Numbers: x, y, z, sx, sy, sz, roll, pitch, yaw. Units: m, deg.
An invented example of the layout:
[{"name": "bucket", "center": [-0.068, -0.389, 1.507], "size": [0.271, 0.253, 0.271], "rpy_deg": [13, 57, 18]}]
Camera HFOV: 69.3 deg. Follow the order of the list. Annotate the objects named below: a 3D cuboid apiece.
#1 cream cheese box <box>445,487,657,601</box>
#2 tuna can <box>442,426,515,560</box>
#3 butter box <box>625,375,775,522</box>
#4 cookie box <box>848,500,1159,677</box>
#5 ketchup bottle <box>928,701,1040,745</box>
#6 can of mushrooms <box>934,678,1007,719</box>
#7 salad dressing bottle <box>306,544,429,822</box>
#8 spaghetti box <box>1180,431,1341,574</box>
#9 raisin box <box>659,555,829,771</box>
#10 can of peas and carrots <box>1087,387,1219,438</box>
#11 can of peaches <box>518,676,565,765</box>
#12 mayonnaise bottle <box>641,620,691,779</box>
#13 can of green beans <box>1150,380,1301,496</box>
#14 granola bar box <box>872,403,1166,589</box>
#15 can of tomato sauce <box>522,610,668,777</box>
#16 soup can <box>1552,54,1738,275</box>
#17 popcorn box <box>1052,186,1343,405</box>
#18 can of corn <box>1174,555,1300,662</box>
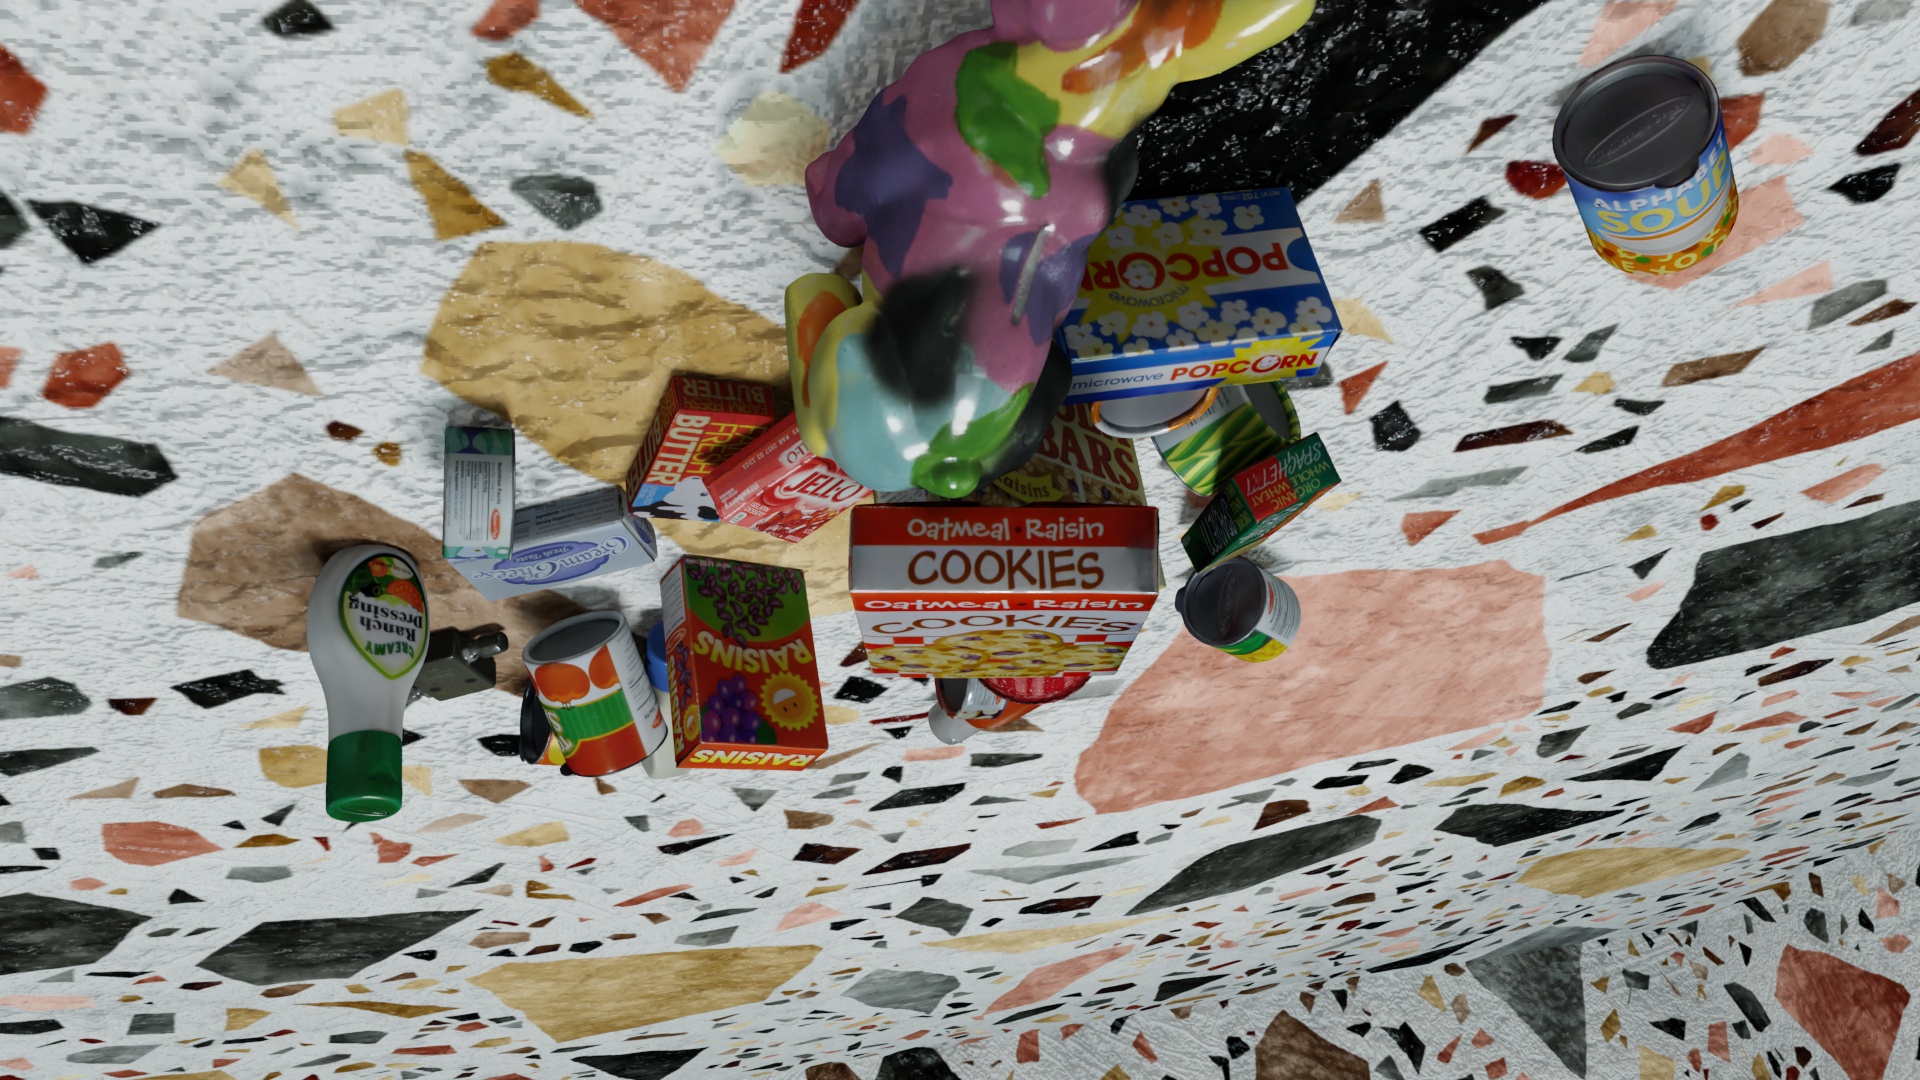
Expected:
[{"name": "cream cheese box", "center": [-0.229, 0.003, 0.779], "size": [0.104, 0.024, 0.053], "rpy_deg": [-13, 152, 3]}, {"name": "tuna can", "center": [-0.239, -0.024, 0.687], "size": [0.033, 0.071, 0.070], "rpy_deg": [1, 149, -21]}, {"name": "butter box", "center": [-0.137, -0.046, 0.725], "size": [0.053, 0.024, 0.103], "rpy_deg": [3, 148, -27]}, {"name": "cookie box", "center": [0.017, 0.026, 0.621], "size": [0.123, 0.040, 0.167], "rpy_deg": [0, 163, 0]}, {"name": "ketchup bottle", "center": [0.035, 0.113, 1.058], "size": [0.065, 0.044, 0.148], "rpy_deg": [16, 142, -39]}, {"name": "can of mushrooms", "center": [0.007, 0.095, 0.993], "size": [0.033, 0.071, 0.070], "rpy_deg": [2, 149, -24]}, {"name": "salad dressing bottle", "center": [-0.318, 0.075, 0.746], "size": [0.044, 0.148, 0.064], "rpy_deg": [-28, 148, 27]}, {"name": "spaghetti box", "center": [0.165, -0.016, 0.793], "size": [0.050, 0.029, 0.250], "rpy_deg": [-27, 172, 0]}, {"name": "raisin box", "center": [-0.133, 0.076, 0.843], "size": [0.086, 0.124, 0.040], "rpy_deg": [9, 145, -34]}, {"name": "can of peas and carrots", "center": [0.091, -0.093, 0.689], "size": [0.071, 0.059, 0.070], "rpy_deg": [-9, 152, -5]}, {"name": "can of peaches", "center": [-0.259, 0.121, 0.936], "size": [0.058, 0.071, 0.071], "rpy_deg": [9, 145, -34]}, {"name": "mayonnaise bottle", "center": [-0.197, 0.105, 0.940], "size": [0.041, 0.065, 0.147], "rpy_deg": [-8, 148, -20]}, {"name": "can of green beans", "center": [0.142, -0.066, 0.751], "size": [0.057, 0.071, 0.071], "rpy_deg": [-32, 146, 31]}, {"name": "granola bar box", "center": [0.025, -0.040, 0.692], "size": [0.165, 0.124, 0.039], "rpy_deg": [17, 143, -41]}, {"name": "can of tomato sauce", "center": [-0.229, 0.095, 0.866], "size": [0.071, 0.071, 0.082], "rpy_deg": [-13, 113, 3]}, {"name": "soup can", "center": [0.313, -0.165, 0.630], "size": [0.071, 0.071, 0.083], "rpy_deg": [-26, 149, 24]}, {"name": "popcorn box", "center": [0.097, -0.112, 0.630], "size": [0.127, 0.085, 0.038], "rpy_deg": [-7, 152, -9]}, {"name": "can of corn", "center": [0.196, 0.049, 0.982], "size": [0.071, 0.071, 0.058], "rpy_deg": [-29, 147, 28]}]
